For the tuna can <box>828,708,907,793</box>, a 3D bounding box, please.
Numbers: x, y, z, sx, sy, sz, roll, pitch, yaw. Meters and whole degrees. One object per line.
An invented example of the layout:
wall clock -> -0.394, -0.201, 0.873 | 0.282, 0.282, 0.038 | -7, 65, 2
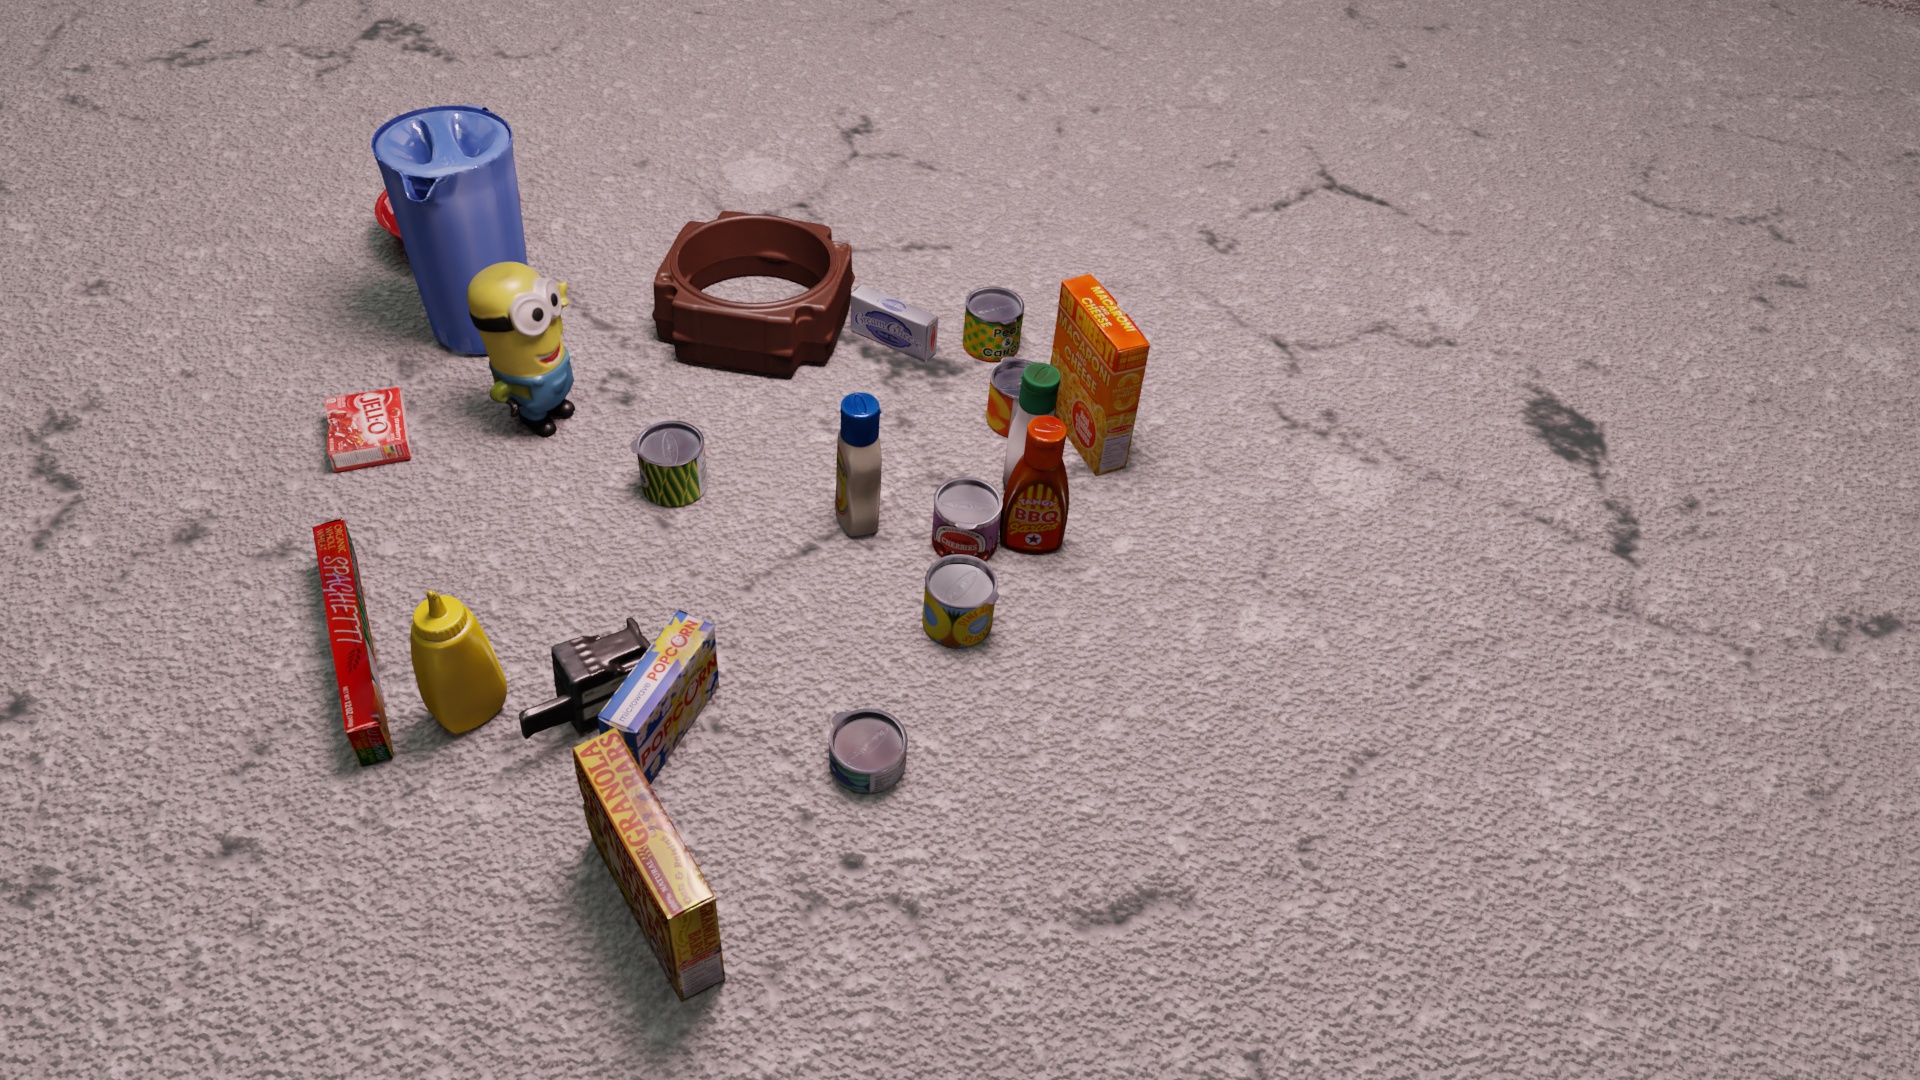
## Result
tuna can -> -0.080, 0.175, 1.163 | 0.071, 0.032, 0.071 | 3, 46, -3

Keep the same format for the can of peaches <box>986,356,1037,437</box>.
can of peaches -> 0.061, -0.151, 1.476 | 0.071, 0.057, 0.071 | 3, 46, -3

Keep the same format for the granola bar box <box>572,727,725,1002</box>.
granola bar box -> -0.230, 0.239, 1.023 | 0.039, 0.123, 0.166 | -23, 52, -25

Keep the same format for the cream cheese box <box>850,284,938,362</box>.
cream cheese box -> -0.075, -0.243, 1.554 | 0.104, 0.053, 0.024 | 25, 49, 18

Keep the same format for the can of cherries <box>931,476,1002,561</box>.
can of cherries -> 0.005, -0.017, 1.339 | 0.071, 0.058, 0.072 | 3, 46, -3

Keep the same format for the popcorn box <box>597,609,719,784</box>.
popcorn box -> -0.248, 0.132, 1.151 | 0.038, 0.084, 0.127 | 19, 47, 13

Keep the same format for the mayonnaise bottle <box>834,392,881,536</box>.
mayonnaise bottle -> -0.097, -0.074, 1.323 | 0.041, 0.147, 0.065 | -10, 48, -15

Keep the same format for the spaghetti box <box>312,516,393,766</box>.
spaghetti box -> -0.525, 0.082, 1.197 | 0.029, 0.049, 0.251 | -15, 49, -19

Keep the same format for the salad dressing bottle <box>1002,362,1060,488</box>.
salad dressing bottle -> 0.072, -0.108, 1.372 | 0.044, 0.146, 0.064 | 24, 49, 17

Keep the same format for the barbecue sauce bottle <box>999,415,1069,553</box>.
barbecue sauce bottle -> 0.074, -0.052, 1.318 | 0.065, 0.147, 0.044 | 4, 46, -2

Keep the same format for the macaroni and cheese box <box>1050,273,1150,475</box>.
macaroni and cheese box -> 0.138, -0.170, 1.426 | 0.040, 0.165, 0.124 | -15, 49, -19

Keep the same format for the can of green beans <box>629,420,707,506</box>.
can of green beans -> -0.284, -0.075, 1.368 | 0.071, 0.057, 0.071 | 3, 46, -3

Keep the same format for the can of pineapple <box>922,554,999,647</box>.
can of pineapple -> 0.000, 0.057, 1.268 | 0.071, 0.057, 0.071 | 3, 46, -3

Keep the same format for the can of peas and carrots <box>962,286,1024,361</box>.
can of peas and carrots -> 0.038, -0.241, 1.560 | 0.071, 0.058, 0.071 | 3, 46, -3

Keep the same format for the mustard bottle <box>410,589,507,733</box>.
mustard bottle -> -0.411, 0.090, 1.124 | 0.065, 0.159, 0.049 | -33, 57, -31
